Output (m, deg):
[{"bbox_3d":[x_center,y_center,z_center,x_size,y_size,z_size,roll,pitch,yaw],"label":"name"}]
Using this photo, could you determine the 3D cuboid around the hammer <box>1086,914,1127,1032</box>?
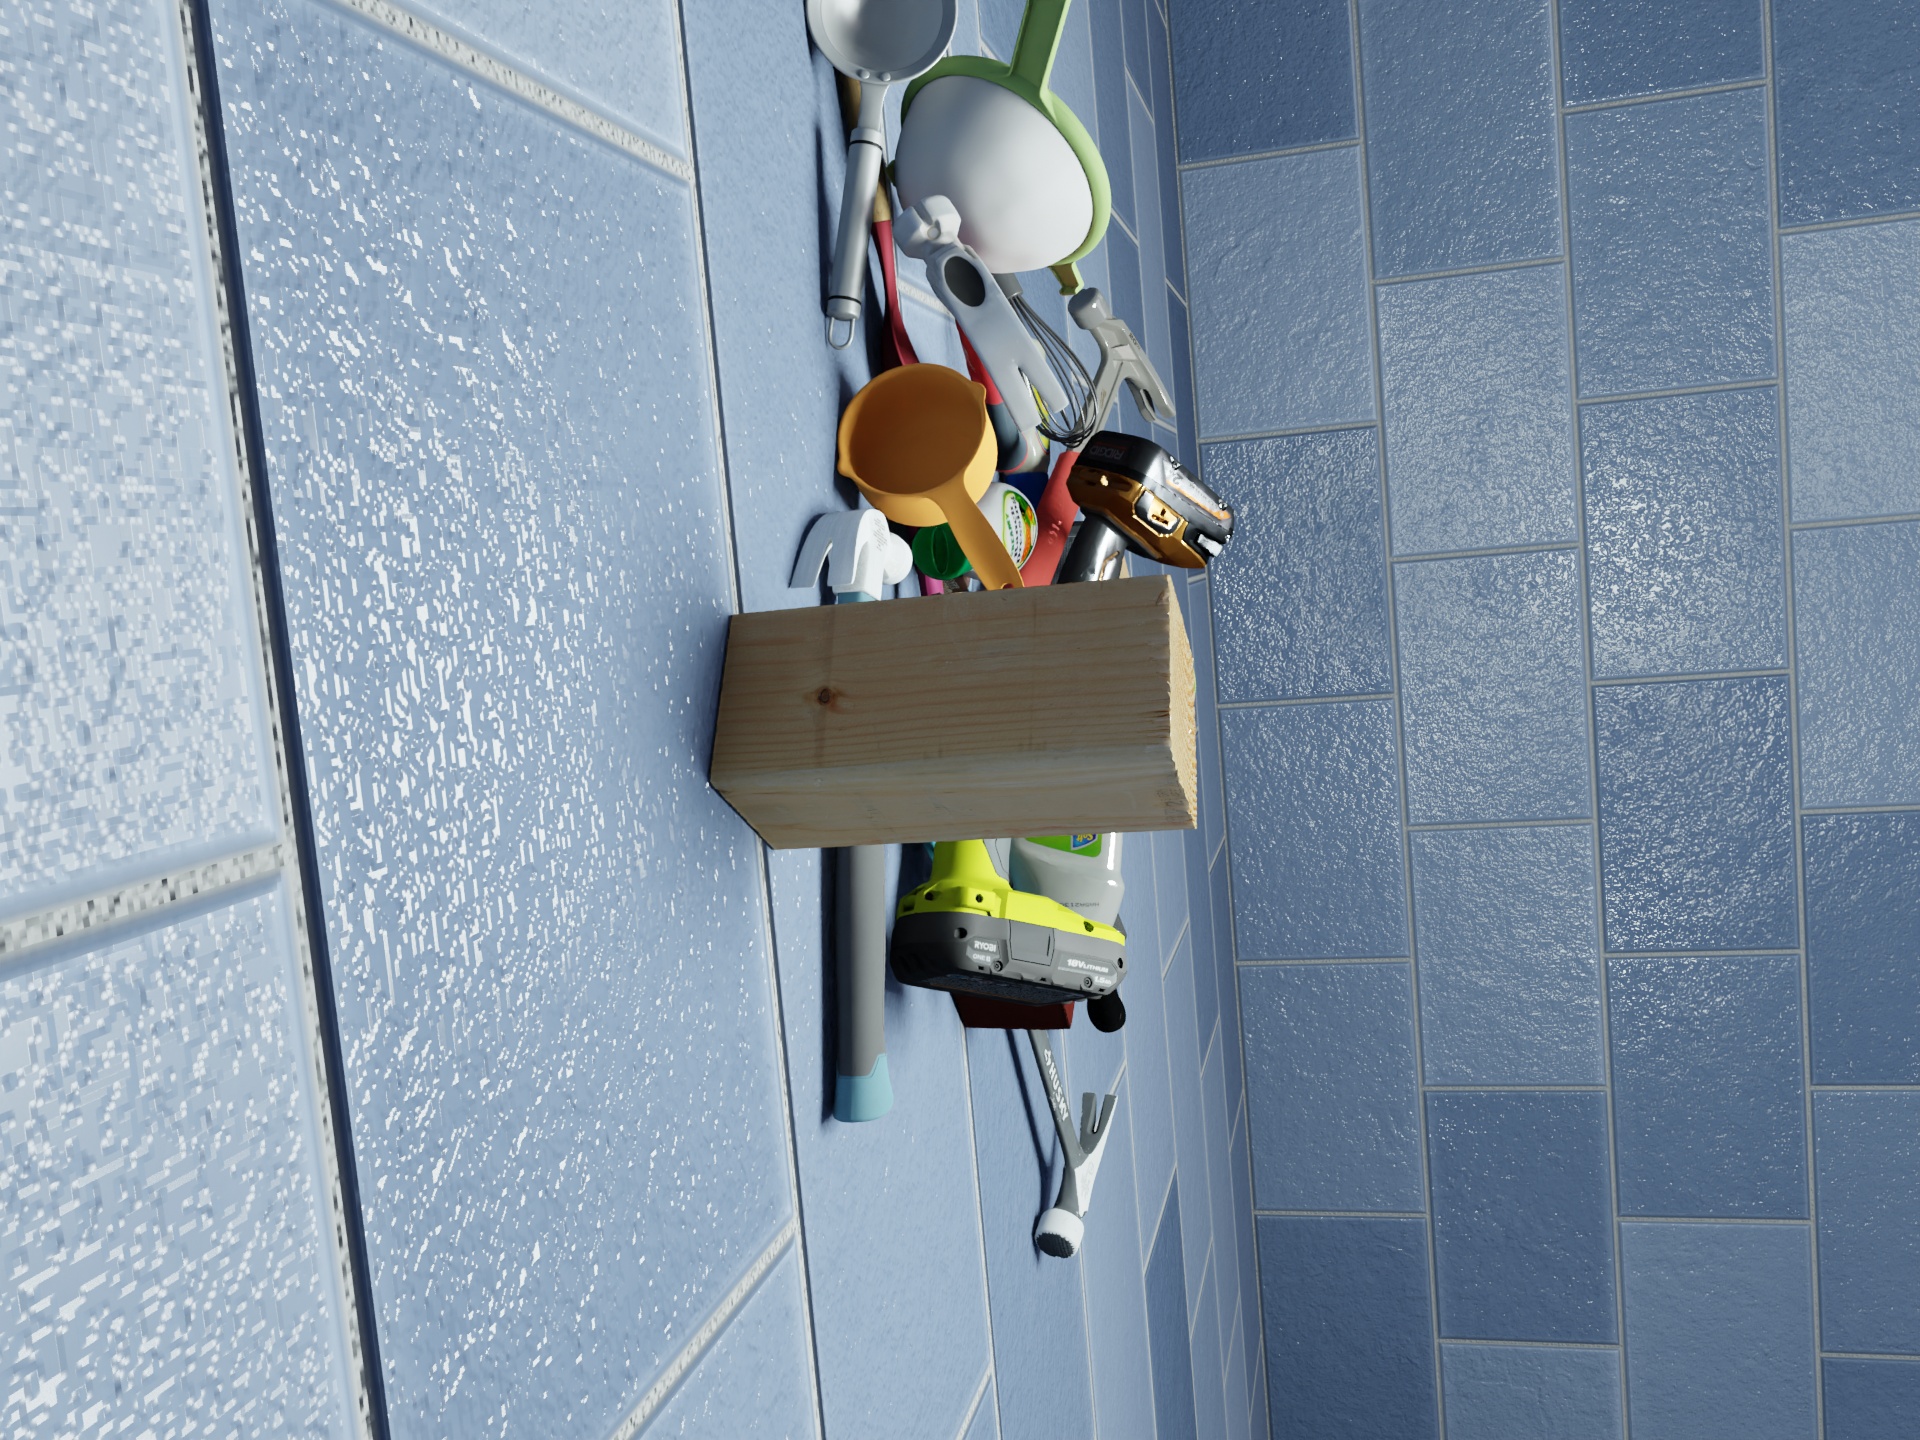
[{"bbox_3d":[0.096,0.162,1.211,0.334,0.035,0.146,72,-3,-60],"label":"hammer"}]

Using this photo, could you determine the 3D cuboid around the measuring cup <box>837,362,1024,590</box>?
[{"bbox_3d":[-0.003,-0.123,0.906,0.174,0.095,0.052,60,1,23],"label":"measuring cup"}]

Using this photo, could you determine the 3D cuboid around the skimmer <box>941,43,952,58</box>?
[{"bbox_3d":[0.016,-0.507,1.150,0.127,0.090,0.363,-139,-140,-65],"label":"skimmer"}]

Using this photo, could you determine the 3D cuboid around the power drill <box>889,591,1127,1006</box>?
[{"bbox_3d":[0.040,0.049,0.940,0.171,0.080,0.223,14,69,-27],"label":"power drill"}]

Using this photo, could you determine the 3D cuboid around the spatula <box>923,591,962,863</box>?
[{"bbox_3d":[-0.002,-0.003,1.054,0.082,0.044,0.318,53,34,-57],"label":"spatula"}]

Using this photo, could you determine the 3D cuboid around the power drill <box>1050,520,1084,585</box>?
[{"bbox_3d":[0.099,-0.062,1.404,0.219,0.078,0.143,70,22,-55],"label":"power drill"}]

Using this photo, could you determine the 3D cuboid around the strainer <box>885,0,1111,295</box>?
[{"bbox_3d":[0.020,-0.339,0.925,0.069,0.151,0.256,-55,177,-20],"label":"strainer"}]

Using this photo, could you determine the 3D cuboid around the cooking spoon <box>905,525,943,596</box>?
[{"bbox_3d":[-0.013,-0.047,0.995,0.068,0.017,0.319,16,62,-66],"label":"cooking spoon"}]

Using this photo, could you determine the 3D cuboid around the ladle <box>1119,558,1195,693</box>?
[{"bbox_3d":[0.149,-0.098,1.324,0.319,0.062,0.078,64,36,-59],"label":"ladle"}]

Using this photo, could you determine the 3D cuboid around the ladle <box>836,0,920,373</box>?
[{"bbox_3d":[-0.053,-0.331,0.969,0.069,0.031,0.315,-78,158,-72],"label":"ladle"}]

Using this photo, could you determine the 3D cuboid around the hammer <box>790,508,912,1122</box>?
[{"bbox_3d":[-0.054,0.046,0.860,0.128,0.033,0.331,31,57,-74],"label":"hammer"}]

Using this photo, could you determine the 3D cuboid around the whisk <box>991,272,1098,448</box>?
[{"bbox_3d":[0.035,-0.307,1.152,0.239,0.055,0.055,63,17,-4],"label":"whisk"}]

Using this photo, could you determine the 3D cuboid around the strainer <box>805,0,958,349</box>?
[{"bbox_3d":[-0.054,-0.338,0.910,0.050,0.087,0.258,150,-53,-86],"label":"strainer"}]

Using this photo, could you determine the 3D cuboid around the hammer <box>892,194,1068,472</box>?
[{"bbox_3d":[0.028,-0.213,1.069,0.143,0.038,0.386,59,2,7],"label":"hammer"}]

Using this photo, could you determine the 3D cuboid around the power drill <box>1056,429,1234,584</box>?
[{"bbox_3d":[0.113,-0.074,1.170,0.185,0.084,0.226,31,86,-38],"label":"power drill"}]

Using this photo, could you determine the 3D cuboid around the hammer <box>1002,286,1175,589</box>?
[{"bbox_3d":[0.090,-0.183,1.298,0.149,0.037,0.359,49,49,-37],"label":"hammer"}]

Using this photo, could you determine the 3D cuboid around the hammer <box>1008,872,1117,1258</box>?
[{"bbox_3d":[0.058,0.222,1.219,0.149,0.036,0.408,-60,143,-49],"label":"hammer"}]
